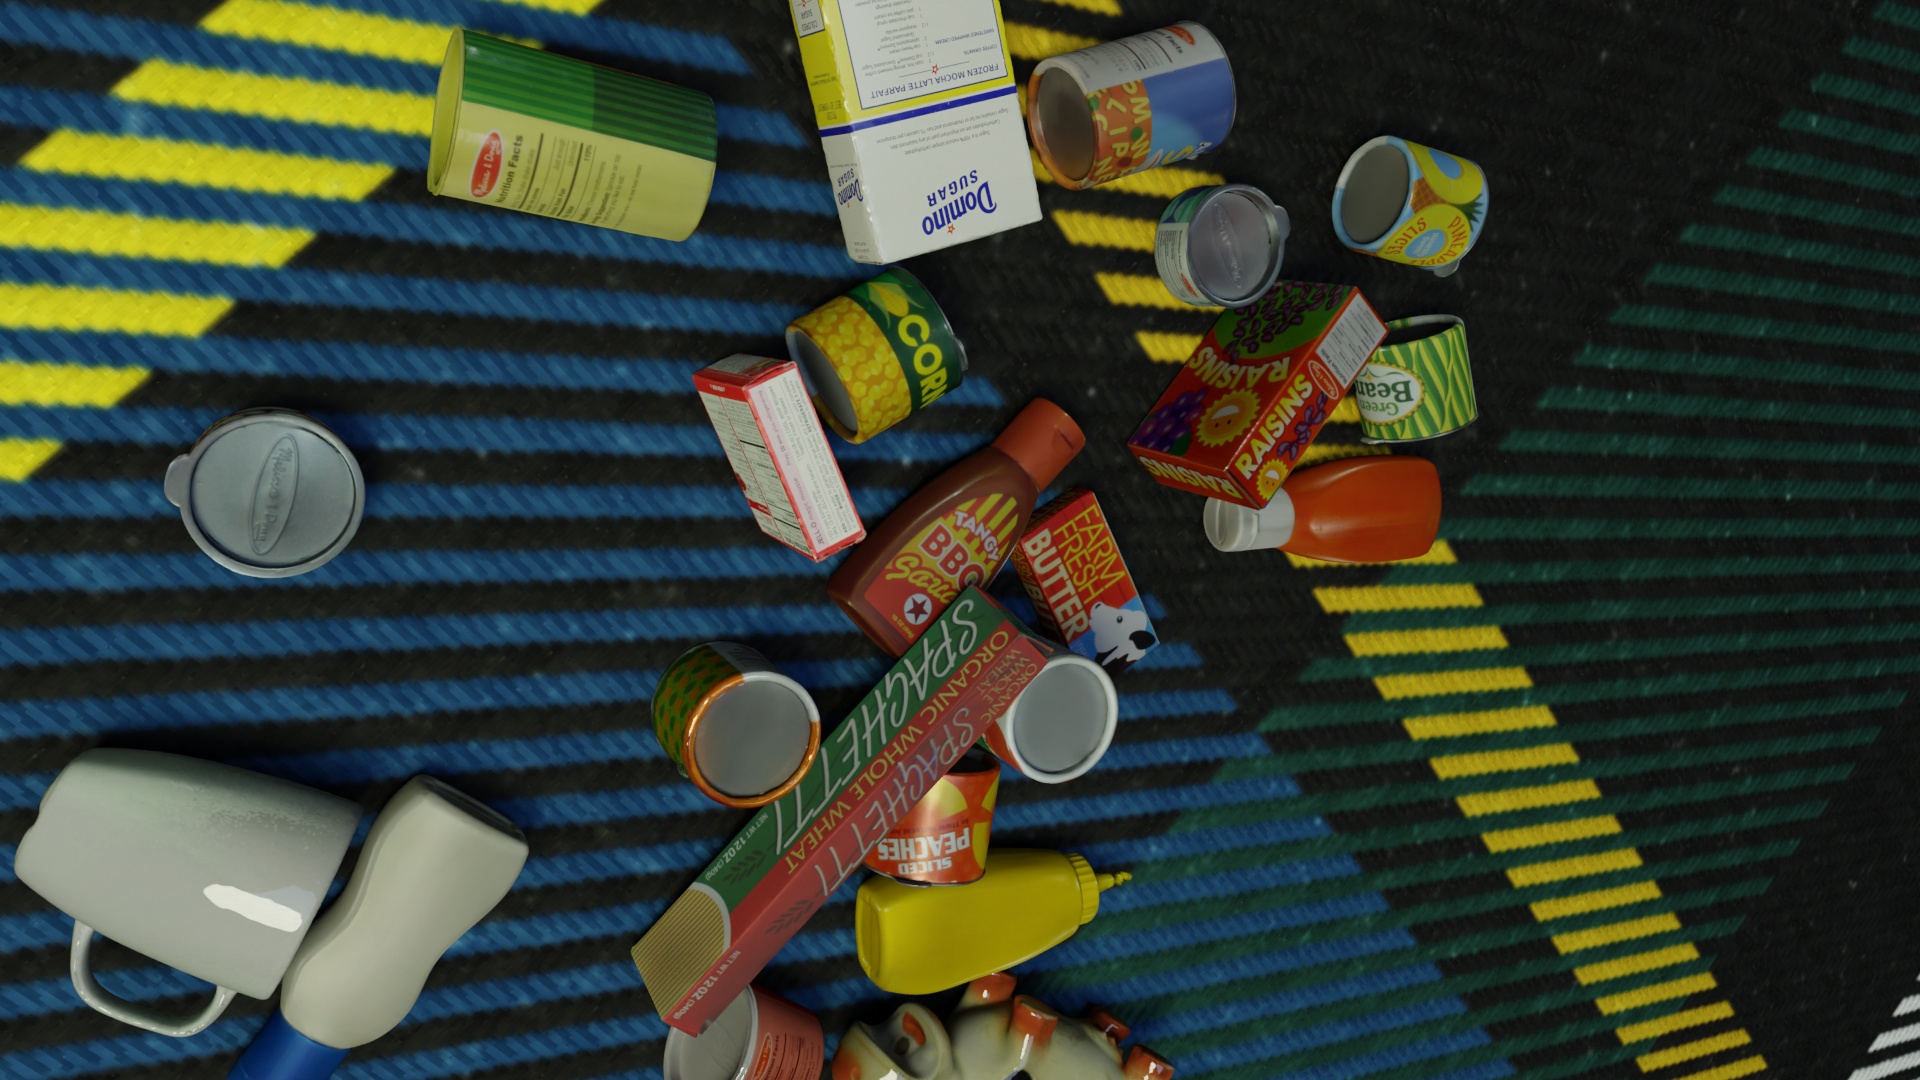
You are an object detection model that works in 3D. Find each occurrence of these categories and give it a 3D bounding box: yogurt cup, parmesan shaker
[{"bbox_3d":[-0.105,0.253,0.686,0.054,0.072,0.072,32,84,-37],"label":"yogurt cup"},{"bbox_3d":[-0.161,-0.164,0.578,0.103,0.071,0.071,6,97,-29],"label":"parmesan shaker"}]

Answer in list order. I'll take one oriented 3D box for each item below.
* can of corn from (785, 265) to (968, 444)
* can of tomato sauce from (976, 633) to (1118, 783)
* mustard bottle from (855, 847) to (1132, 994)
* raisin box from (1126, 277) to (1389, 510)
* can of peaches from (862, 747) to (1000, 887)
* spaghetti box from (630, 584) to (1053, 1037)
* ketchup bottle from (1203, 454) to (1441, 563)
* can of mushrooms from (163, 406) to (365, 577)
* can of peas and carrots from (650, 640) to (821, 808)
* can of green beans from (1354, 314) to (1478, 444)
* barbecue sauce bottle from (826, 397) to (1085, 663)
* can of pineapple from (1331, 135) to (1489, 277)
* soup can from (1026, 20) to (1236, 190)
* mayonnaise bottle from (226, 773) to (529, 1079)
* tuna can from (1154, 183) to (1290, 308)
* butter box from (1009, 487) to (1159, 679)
[{"bbox_3d":[-0.039,-0.086,0.651,0.058,0.071,0.071,-32,113,-18],"label":"can of corn"},{"bbox_3d":[0.032,0.082,0.714,0.071,0.083,0.071,-6,102,-27],"label":"can of tomato sauce"},{"bbox_3d":[0.023,0.198,0.750,0.161,0.049,0.065,-5,103,-28],"label":"mustard bottle"},{"bbox_3d":[0.158,-0.081,0.748,0.040,0.086,0.123,43,79,-32],"label":"raisin box"},{"bbox_3d":[-0.016,0.137,0.706,0.071,0.071,0.058,6,96,-29],"label":"can of peaches"},{"bbox_3d":[-0.058,0.127,0.666,0.250,0.050,0.028,-47,133,0],"label":"spaghetti box"},{"bbox_3d":[0.213,-0.016,0.813,0.149,0.043,0.064,-4,101,-27],"label":"ketchup bottle"},{"bbox_3d":[-0.279,-0.021,0.559,0.071,0.033,0.071,-6,103,-27],"label":"can of mushrooms"},{"bbox_3d":[-0.107,0.088,0.655,0.071,0.059,0.070,-5,102,-26],"label":"can of peas and carrots"},{"bbox_3d":[0.264,-0.095,0.813,0.071,0.071,0.057,-23,109,-22],"label":"can of green beans"},{"bbox_3d":[0.003,-0.009,0.704,0.149,0.044,0.064,-48,120,-13],"label":"barbecue sauce bottle"},{"bbox_3d":[0.255,-0.190,0.789,0.058,0.071,0.071,6,97,-28],"label":"can of pineapple"},{"bbox_3d":[0.085,-0.215,0.697,0.084,0.071,0.071,-22,109,-22],"label":"soup can"},{"bbox_3d":[-0.256,0.178,0.604,0.064,0.041,0.148,39,82,-26],"label":"mayonnaise bottle"},{"bbox_3d":[0.142,-0.161,0.755,0.071,0.033,0.071,-6,102,-27],"label":"tuna can"},{"bbox_3d":[0.066,0.027,0.755,0.053,0.024,0.103,-34,114,-19],"label":"butter box"}]
